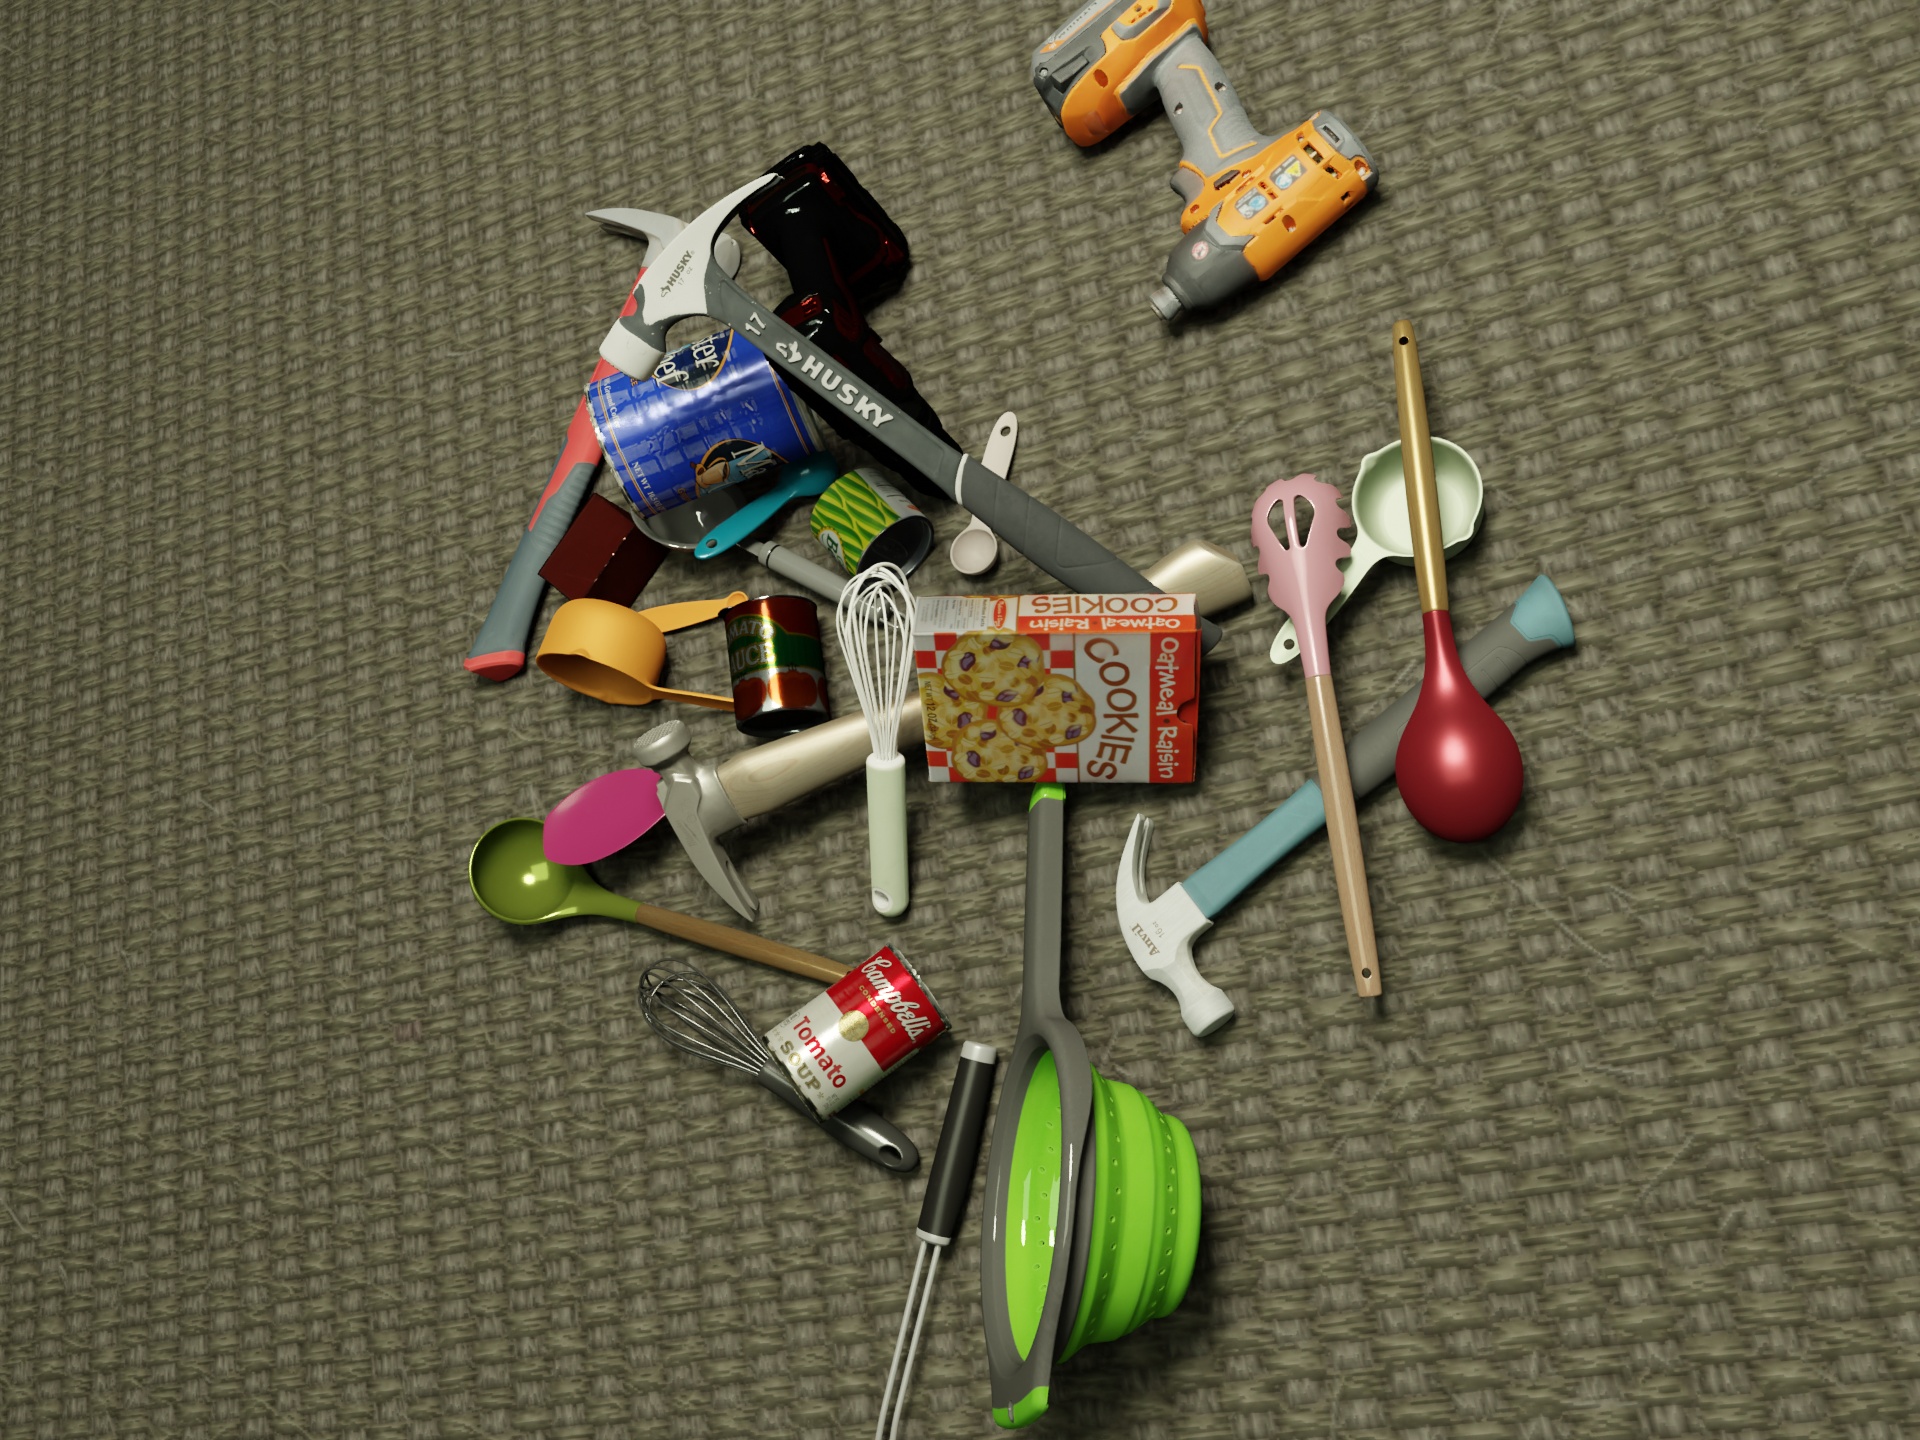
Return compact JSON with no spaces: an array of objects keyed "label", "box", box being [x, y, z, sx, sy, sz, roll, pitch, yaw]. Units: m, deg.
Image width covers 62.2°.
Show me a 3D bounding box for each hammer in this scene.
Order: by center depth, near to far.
[{"label":"hammer","box":[0.230,0.037,0.950,0.331,0.033,0.128,-41,66,9]},{"label":"hammer","box":[-0.011,-0.162,0.963,0.409,0.036,0.149,36,104,-5]},{"label":"hammer","box":[-0.002,-0.003,1.041,0.410,0.038,0.146,-23,108,10]},{"label":"hammer","box":[-0.307,-0.217,1.246,0.143,0.038,0.386,22,87,28]}]

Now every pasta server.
[{"label":"pasta server","box":[0.216,0.002,0.932,0.060,0.040,0.316,-11,79,21]}]

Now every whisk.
[{"label":"whisk","box":[-0.047,0.017,1.009,0.058,0.059,0.246,17,120,33]},{"label":"whisk","box":[-0.124,0.229,1.055,0.239,0.055,0.055,28,90,22]}]

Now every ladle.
[{"label":"ladle","box":[0.275,-0.087,0.924,0.069,0.031,0.315,-8,76,20]},{"label":"ladle","box":[-0.205,0.136,1.106,0.320,0.062,0.078,13,64,23]}]

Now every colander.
[{"label":"colander","box":[0.082,0.204,0.939,0.094,0.204,0.397,8,61,-9]}]

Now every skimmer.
[{"label":"skimmer","box":[-0.042,0.372,0.953,0.127,0.090,0.363,10,80,26]}]

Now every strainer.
[{"label":"strainer","box":[-0.144,-0.121,1.149,0.258,0.050,0.087,28,51,21]}]

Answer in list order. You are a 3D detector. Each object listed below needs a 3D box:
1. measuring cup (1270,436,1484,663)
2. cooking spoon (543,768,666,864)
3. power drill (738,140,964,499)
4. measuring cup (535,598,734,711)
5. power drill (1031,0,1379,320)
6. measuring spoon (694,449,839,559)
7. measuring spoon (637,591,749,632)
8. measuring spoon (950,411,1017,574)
[{"label":"measuring cup","box":[0.250,-0.096,0.972,0.083,0.038,0.167,44,99,26]},{"label":"cooking spoon","box":[-0.148,0.036,1.104,0.319,0.017,0.069,-18,54,11]},{"label":"power drill","box":[-0.069,-0.269,1.099,0.080,0.187,0.227,-29,49,20]},{"label":"measuring cup","box":[-0.217,-0.044,1.151,0.173,0.095,0.052,11,70,6]},{"label":"power drill","box":[0.146,-0.382,1.065,0.164,0.084,0.227,-40,69,11]},{"label":"measuring spoon","box":[-0.141,-0.159,1.138,0.128,0.021,0.042,-41,66,-19]},{"label":"measuring spoon","box":[-0.205,-0.077,1.184,0.117,0.011,0.021,-9,74,25]},{"label":"measuring spoon","box":[0.022,-0.156,1.102,0.034,0.018,0.124,7,74,25]}]
